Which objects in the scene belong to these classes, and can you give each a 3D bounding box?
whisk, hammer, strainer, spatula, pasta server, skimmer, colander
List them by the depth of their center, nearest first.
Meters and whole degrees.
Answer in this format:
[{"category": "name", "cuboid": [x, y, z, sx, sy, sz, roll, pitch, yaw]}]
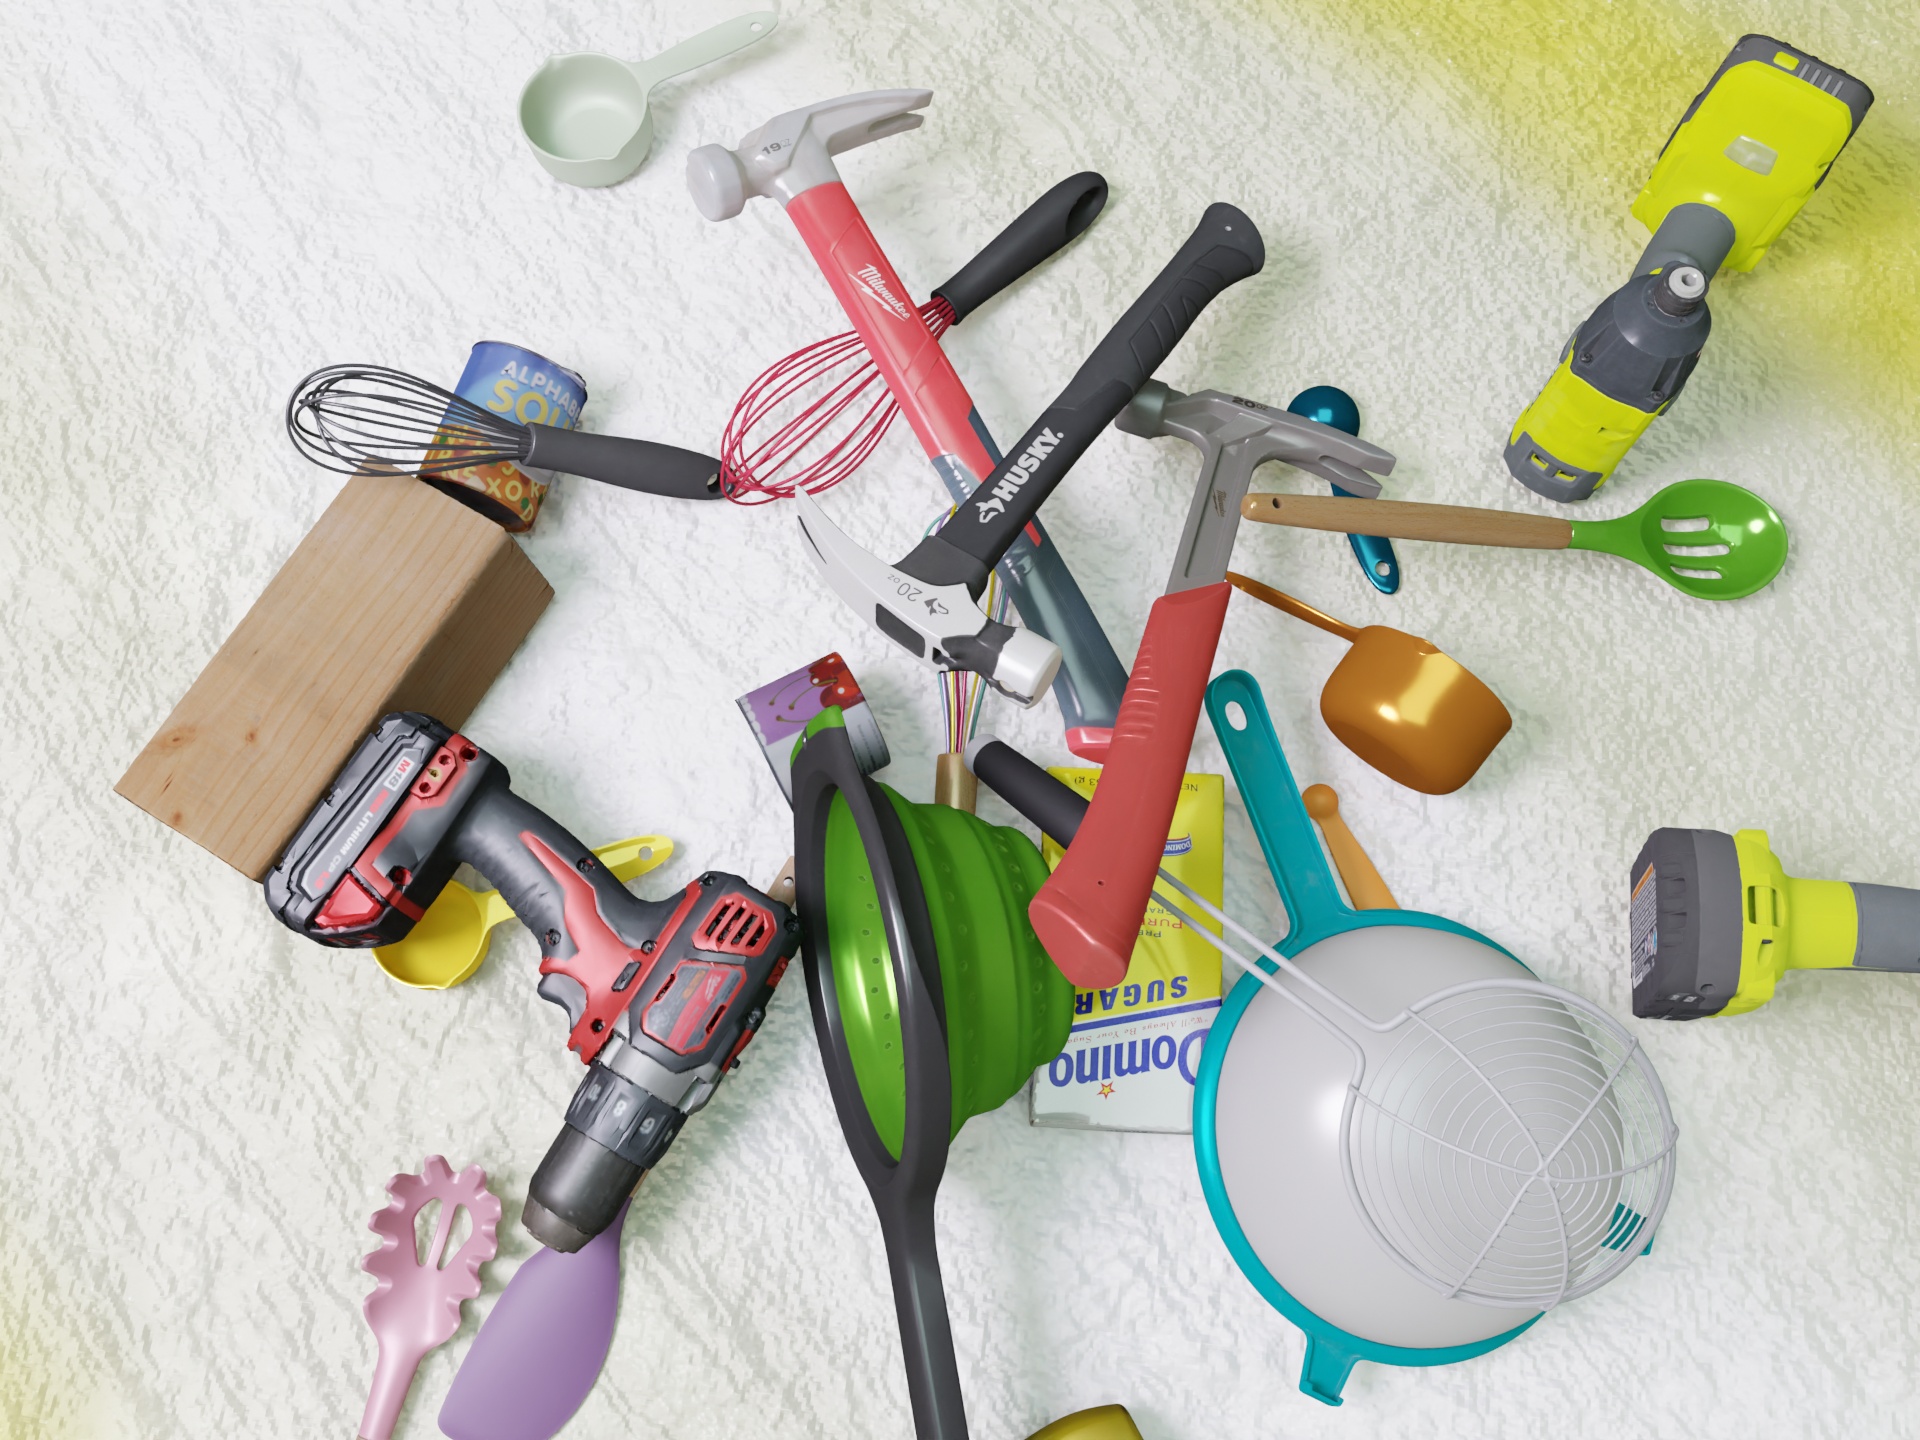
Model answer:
[{"category": "skimmer", "cuboid": [0.133, 0.106, 0.702, 0.364, 0.090, 0.127, 36, 91, 43]}, {"category": "colander", "cuboid": [0.006, 0.187, 0.709, 0.094, 0.204, 0.397, -7, 79, -17]}, {"category": "pasta server", "cuboid": [-0.280, 0.359, 0.729, 0.060, 0.040, 0.316, 16, 75, -5]}, {"category": "strainer", "cuboid": [0.197, 0.126, 0.730, 0.211, 0.095, 0.340, -18, 81, -15]}, {"category": "hammer", "cuboid": [0.111, -0.029, 0.750, 0.149, 0.036, 0.359, 19, 52, 2]}, {"category": "spatula", "cuboid": [-0.152, 0.208, 0.781, 0.060, 0.018, 0.316, 28, 76, -2]}, {"category": "hammer", "cuboid": [0.057, -0.157, 0.788, 0.146, 0.035, 0.335, 30, 60, 14]}, {"category": "whisk", "cuboid": [-0.221, -0.139, 0.816, 0.238, 0.055, 0.055, 5, 69, -36]}, {"category": "hammer", "cuboid": [0.009, -0.154, 0.825, 0.143, 0.038, 0.386, -26, 81, -21]}, {"category": "whisk", "cuboid": [-0.003, -0.003, 0.829, 0.051, 0.047, 0.245, 4, 77, 1]}, {"category": "whisk", "cuboid": [-0.023, -0.218, 0.887, 0.296, 0.073, 0.073, -42, 77, -15]}]

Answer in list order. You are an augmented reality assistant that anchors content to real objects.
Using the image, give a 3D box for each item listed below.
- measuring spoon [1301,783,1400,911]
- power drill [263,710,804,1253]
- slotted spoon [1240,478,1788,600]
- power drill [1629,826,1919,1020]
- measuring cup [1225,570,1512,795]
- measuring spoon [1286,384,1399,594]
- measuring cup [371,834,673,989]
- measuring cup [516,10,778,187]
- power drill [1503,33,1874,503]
[{"category": "measuring spoon", "cuboid": [0.208, 0.084, 0.814, 0.021, 0.011, 0.117, -24, 74, -6]}, {"category": "power drill", "cuboid": [-0.211, 0.120, 0.754, 0.227, 0.080, 0.188, 31, 75, 3]}, {"category": "slotted spoon", "cuboid": [0.287, -0.099, 0.817, 0.313, 0.031, 0.070, 2, 73, -17]}, {"category": "power drill", "cuboid": [0.435, 0.104, 0.730, 0.228, 0.190, 0.080, 1, 73, 16]}, {"category": "measuring cup", "cuboid": [0.194, -0.022, 0.820, 0.174, 0.095, 0.052, 32, 83, 29]}, {"category": "measuring spoon", "cuboid": [0.215, -0.130, 0.871, 0.042, 0.021, 0.129, -16, 74, -4]}, {"category": "measuring cup", "cuboid": [-0.221, 0.093, 0.816, 0.156, 0.029, 0.062, -19, 75, -11]}, {"category": "measuring cup", "cuboid": [-0.181, -0.373, 0.946, 0.167, 0.038, 0.083, -30, 75, -9]}, {"category": "power drill", "cuboid": [0.376, -0.237, 0.826, 0.080, 0.171, 0.223, 32, 73, 10]}]
